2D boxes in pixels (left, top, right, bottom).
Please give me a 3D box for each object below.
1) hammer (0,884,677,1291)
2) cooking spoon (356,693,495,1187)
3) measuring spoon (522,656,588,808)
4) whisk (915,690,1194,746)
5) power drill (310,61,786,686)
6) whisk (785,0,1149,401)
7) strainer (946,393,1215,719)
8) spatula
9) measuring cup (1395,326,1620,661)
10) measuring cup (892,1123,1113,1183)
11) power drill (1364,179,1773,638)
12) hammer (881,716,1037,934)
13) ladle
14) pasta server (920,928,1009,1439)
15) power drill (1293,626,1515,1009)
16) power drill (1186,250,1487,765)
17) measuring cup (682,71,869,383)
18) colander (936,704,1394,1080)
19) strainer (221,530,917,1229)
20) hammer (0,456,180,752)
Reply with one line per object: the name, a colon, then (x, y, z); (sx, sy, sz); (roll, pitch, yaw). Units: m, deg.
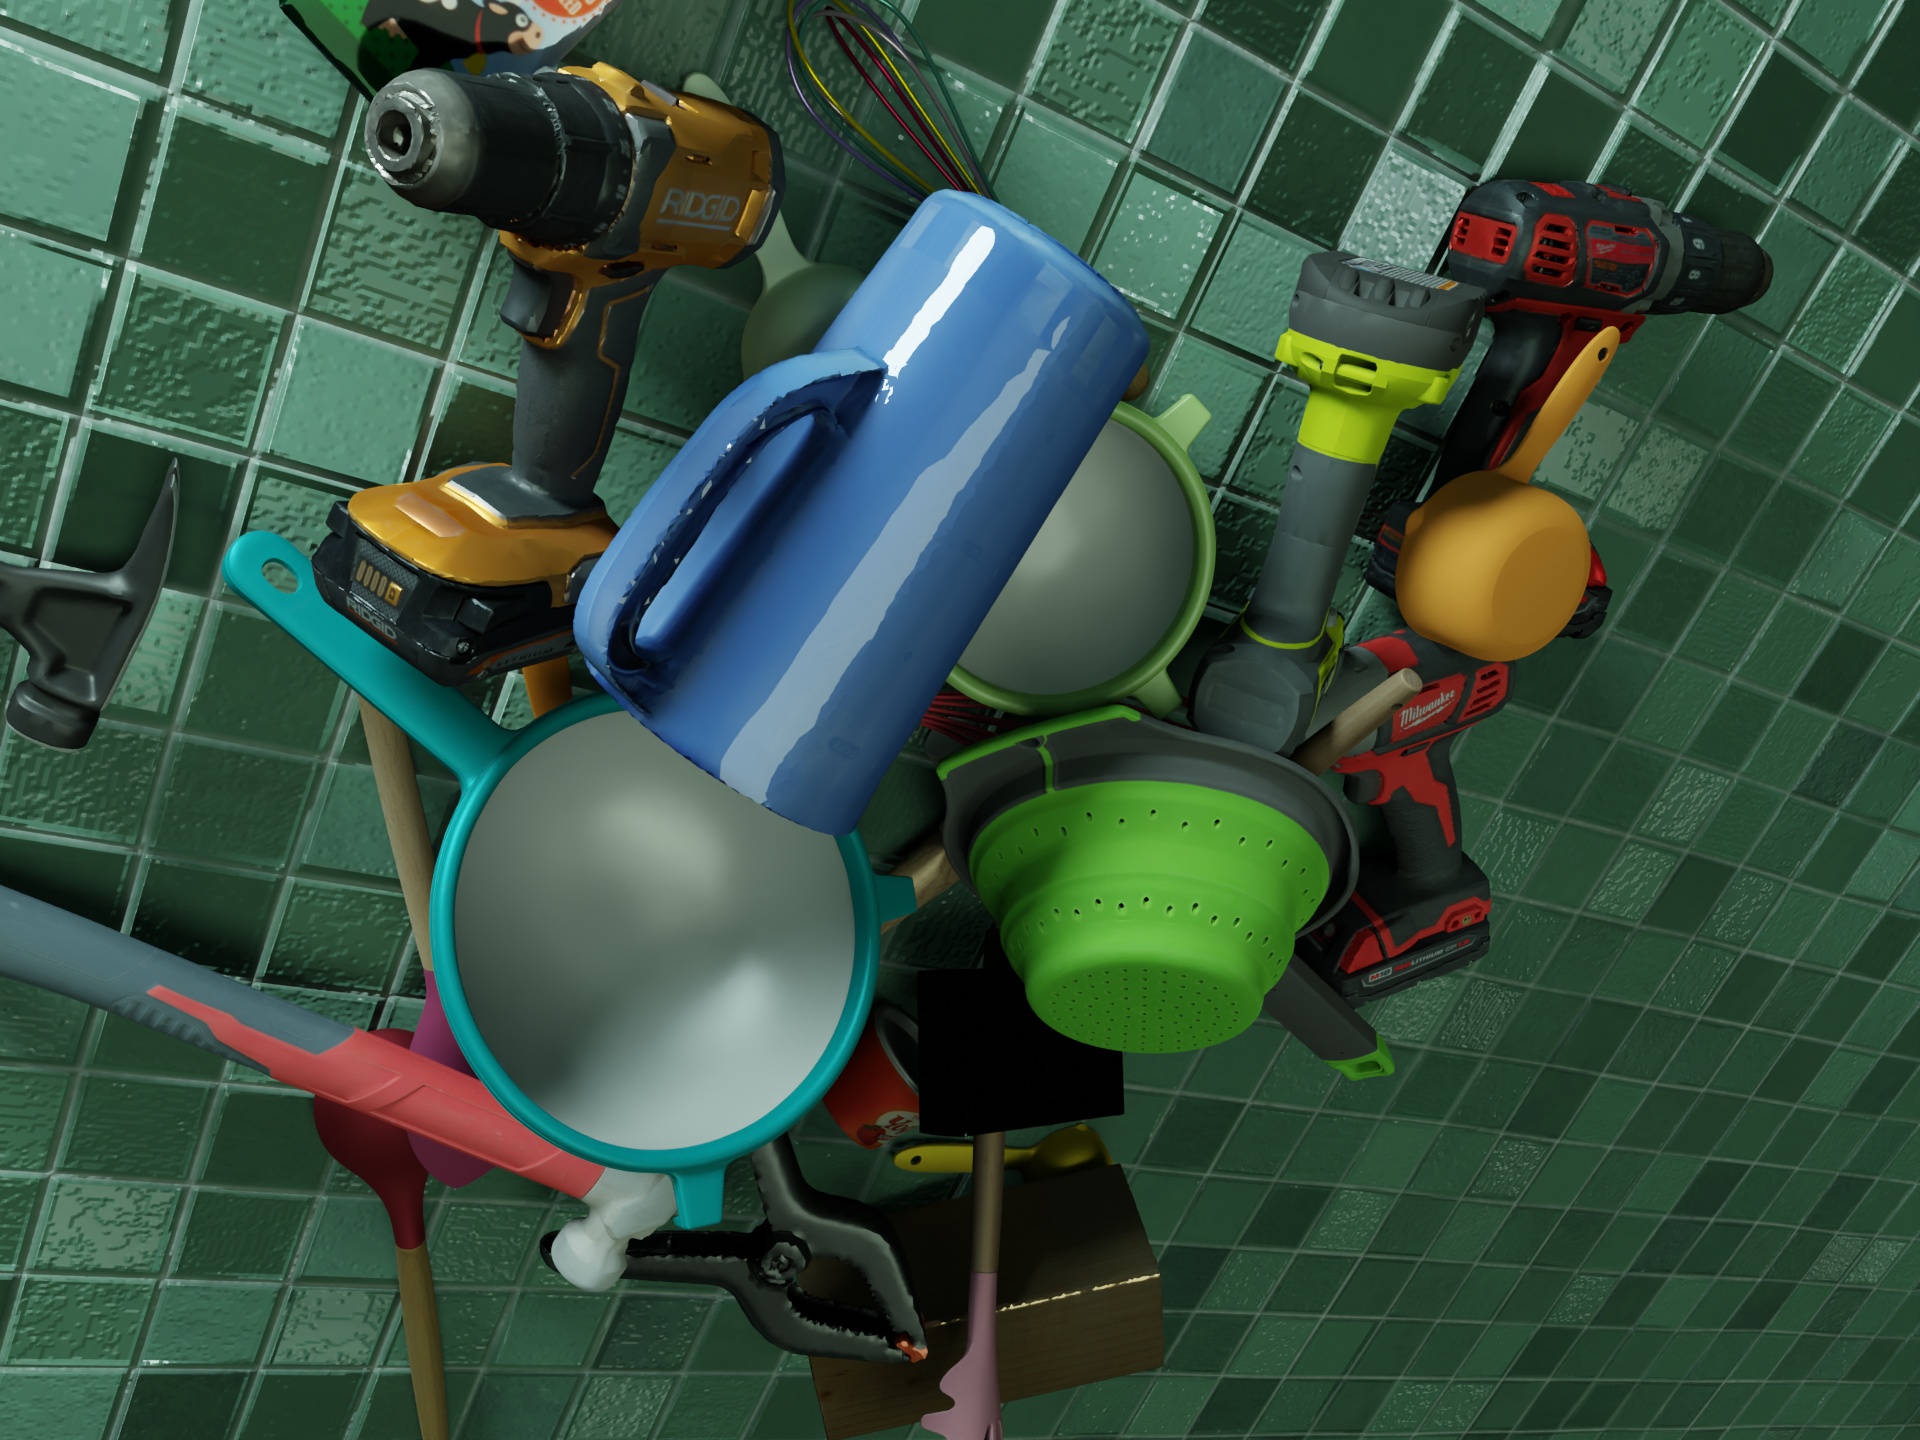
hammer: (-0.287, 0.139, 0.724); (0.386, 0.038, 0.143); (31, 100, -25)
cooking spoon: (-0.251, 0.094, 0.751); (0.069, 0.017, 0.318); (-31, 128, -42)
measuring spoon: (-0.188, -0.007, 0.734); (0.021, 0.011, 0.116); (-12, 122, -17)
whisk: (-0.001, -0.002, 0.772); (0.295, 0.073, 0.073); (11, 114, -14)
power drill: (-0.162, -0.127, 0.581); (0.226, 0.084, 0.185); (-63, 165, 22)
whisk: (0.011, -0.220, 0.686); (0.051, 0.047, 0.244); (-39, 131, 16)
strainer: (-0.013, -0.083, 0.744); (0.256, 0.069, 0.151); (2, 105, -5)
spatula: (0.128, 0.064, 0.824); (0.059, 0.018, 0.315); (8, 144, -29)
measuring cup: (0.283, -0.108, 0.764); (0.095, 0.052, 0.173); (26, 100, -35)
measuring cup: (0.029, 0.280, 0.982); (0.156, 0.029, 0.062); (12, 113, -32)
power drill: (0.321, -0.161, 0.835); (0.187, 0.080, 0.226); (-1, 115, -24)
hammer: (-0.092, 0.139, 0.849); (0.331, 0.031, 0.129); (-37, 125, 0)
ladle: (-0.295, 0.296, 0.854); (0.069, 0.031, 0.315); (-9, 123, -23)
pasta server: (0.007, 0.274, 0.876); (0.060, 0.040, 0.316); (18, 72, -57)
power drill: (0.240, 0.052, 0.914); (0.143, 0.079, 0.219); (-17, 124, -14)
power drill: (0.177, -0.105, 0.768); (0.080, 0.171, 0.223); (20, 113, 15)
measuring cup: (-0.071, -0.188, 0.665); (0.083, 0.038, 0.167); (-31, 128, -5)
colander: (0.135, 0.139, 0.817); (0.204, 0.095, 0.396); (-18, 139, 31)
strainer: (-0.191, 0.053, 0.704); (0.340, 0.095, 0.211); (45, 56, -17)
hammer: (-0.457, -0.096, 0.551); (0.336, 0.034, 0.127); (23, 108, -32)
